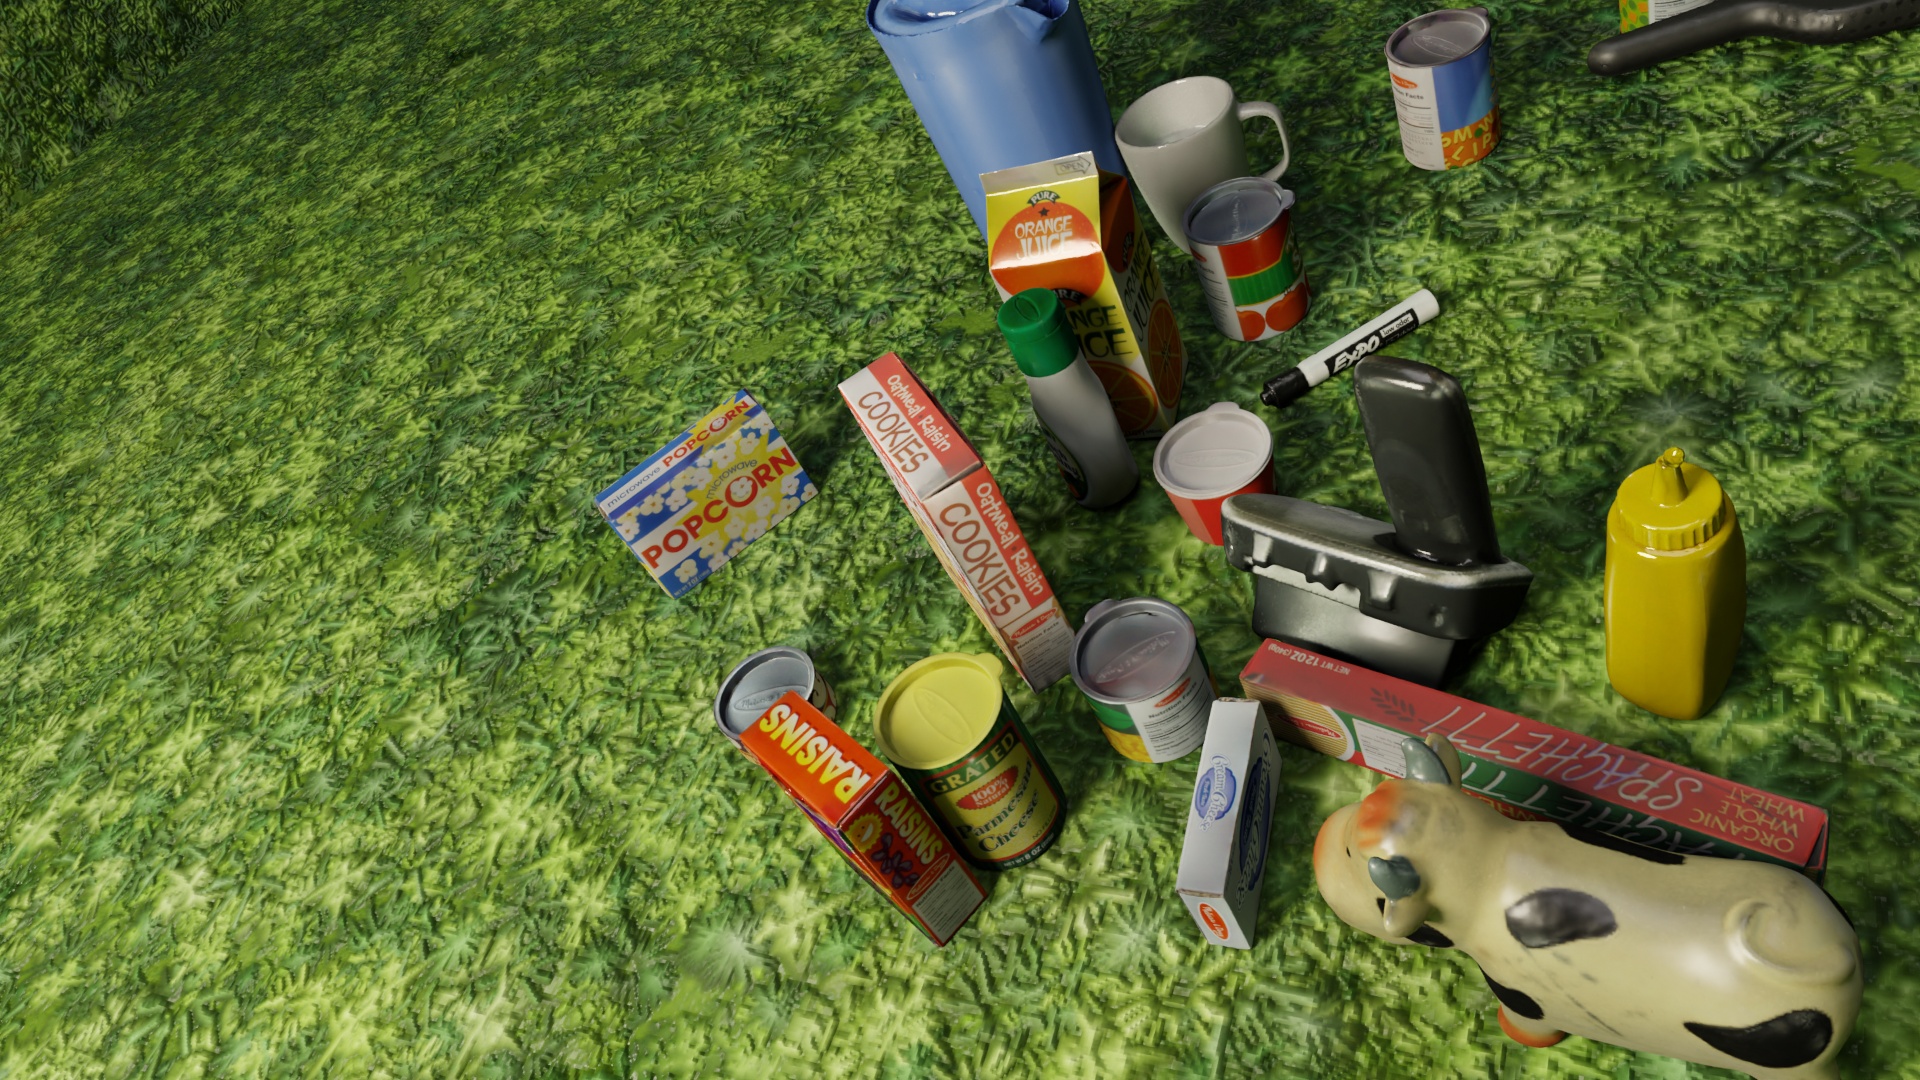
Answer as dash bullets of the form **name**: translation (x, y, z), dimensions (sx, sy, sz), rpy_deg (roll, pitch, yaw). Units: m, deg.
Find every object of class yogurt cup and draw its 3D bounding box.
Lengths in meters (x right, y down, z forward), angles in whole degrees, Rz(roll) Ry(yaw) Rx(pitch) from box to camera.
- **yogurt cup**: translation (0.150, -0.034, 0.794), dimensions (0.072, 0.053, 0.073), rpy_deg (-15, 44, 15)

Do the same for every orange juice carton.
- **orange juice carton**: translation (0.076, -0.151, 0.843), dimensions (0.072, 0.192, 0.073), rpy_deg (-3, 49, 26)

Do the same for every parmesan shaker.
- **parmesan shaker**: translation (0.009, 0.111, 0.694), dimensions (0.071, 0.102, 0.072), rpy_deg (-15, 44, 15)

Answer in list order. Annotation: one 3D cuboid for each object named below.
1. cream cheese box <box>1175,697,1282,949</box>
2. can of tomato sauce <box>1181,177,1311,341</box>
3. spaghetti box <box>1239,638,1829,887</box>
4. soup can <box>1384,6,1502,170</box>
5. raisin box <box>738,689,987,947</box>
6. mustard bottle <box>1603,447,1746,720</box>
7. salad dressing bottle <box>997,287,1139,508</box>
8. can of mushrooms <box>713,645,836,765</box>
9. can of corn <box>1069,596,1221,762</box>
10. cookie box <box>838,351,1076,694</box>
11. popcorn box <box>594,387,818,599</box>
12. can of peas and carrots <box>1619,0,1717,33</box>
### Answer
- **cream cheese box**: translation (0.127, 0.131, 0.649), dimensions (0.024, 0.053, 0.104), rpy_deg (-2, 49, 27)
- **can of tomato sauce**: translation (0.187, -0.181, 0.893), dimensions (0.071, 0.082, 0.071), rpy_deg (-15, 44, 15)
- **spaghetti box**: translation (0.244, 0.101, 0.618), dimensions (0.250, 0.050, 0.029), rpy_deg (17, 59, 38)
- **soup can**: translation (0.329, -0.304, 0.936), dimensions (0.071, 0.083, 0.072), rpy_deg (-15, 44, 15)
- **raisin box**: translation (-0.047, 0.137, 0.684), dimensions (0.040, 0.123, 0.086), rpy_deg (-44, 44, -15)
- **mustard bottle**: translation (0.303, 0.012, 0.591), dimensions (0.049, 0.159, 0.065), rpy_deg (18, 60, 39)
- **salad dressing bottle**: translation (0.063, -0.082, 0.818), dimensions (0.044, 0.147, 0.064), rpy_deg (-30, 42, -1)
- **can of mushrooms**: translation (-0.109, 0.100, 0.819), dimensions (0.071, 0.033, 0.071), rpy_deg (-15, 44, 15)
- **can of corn**: translation (0.095, 0.071, 0.719), dimensions (0.071, 0.058, 0.071), rpy_deg (-15, 44, 15)
- **cookie box**: translation (0.003, -0.010, 0.766), dimensions (0.040, 0.166, 0.123), rpy_deg (-33, 42, -4)
- **popcorn box**: translation (-0.170, -0.031, 0.939), dimensions (0.127, 0.085, 0.038), rpy_deg (-38, 43, -9)
- **can of peas and carrots**: translation (0.483, -0.380, 0.944), dimensions (0.071, 0.058, 0.071), rpy_deg (-15, 44, 15)
